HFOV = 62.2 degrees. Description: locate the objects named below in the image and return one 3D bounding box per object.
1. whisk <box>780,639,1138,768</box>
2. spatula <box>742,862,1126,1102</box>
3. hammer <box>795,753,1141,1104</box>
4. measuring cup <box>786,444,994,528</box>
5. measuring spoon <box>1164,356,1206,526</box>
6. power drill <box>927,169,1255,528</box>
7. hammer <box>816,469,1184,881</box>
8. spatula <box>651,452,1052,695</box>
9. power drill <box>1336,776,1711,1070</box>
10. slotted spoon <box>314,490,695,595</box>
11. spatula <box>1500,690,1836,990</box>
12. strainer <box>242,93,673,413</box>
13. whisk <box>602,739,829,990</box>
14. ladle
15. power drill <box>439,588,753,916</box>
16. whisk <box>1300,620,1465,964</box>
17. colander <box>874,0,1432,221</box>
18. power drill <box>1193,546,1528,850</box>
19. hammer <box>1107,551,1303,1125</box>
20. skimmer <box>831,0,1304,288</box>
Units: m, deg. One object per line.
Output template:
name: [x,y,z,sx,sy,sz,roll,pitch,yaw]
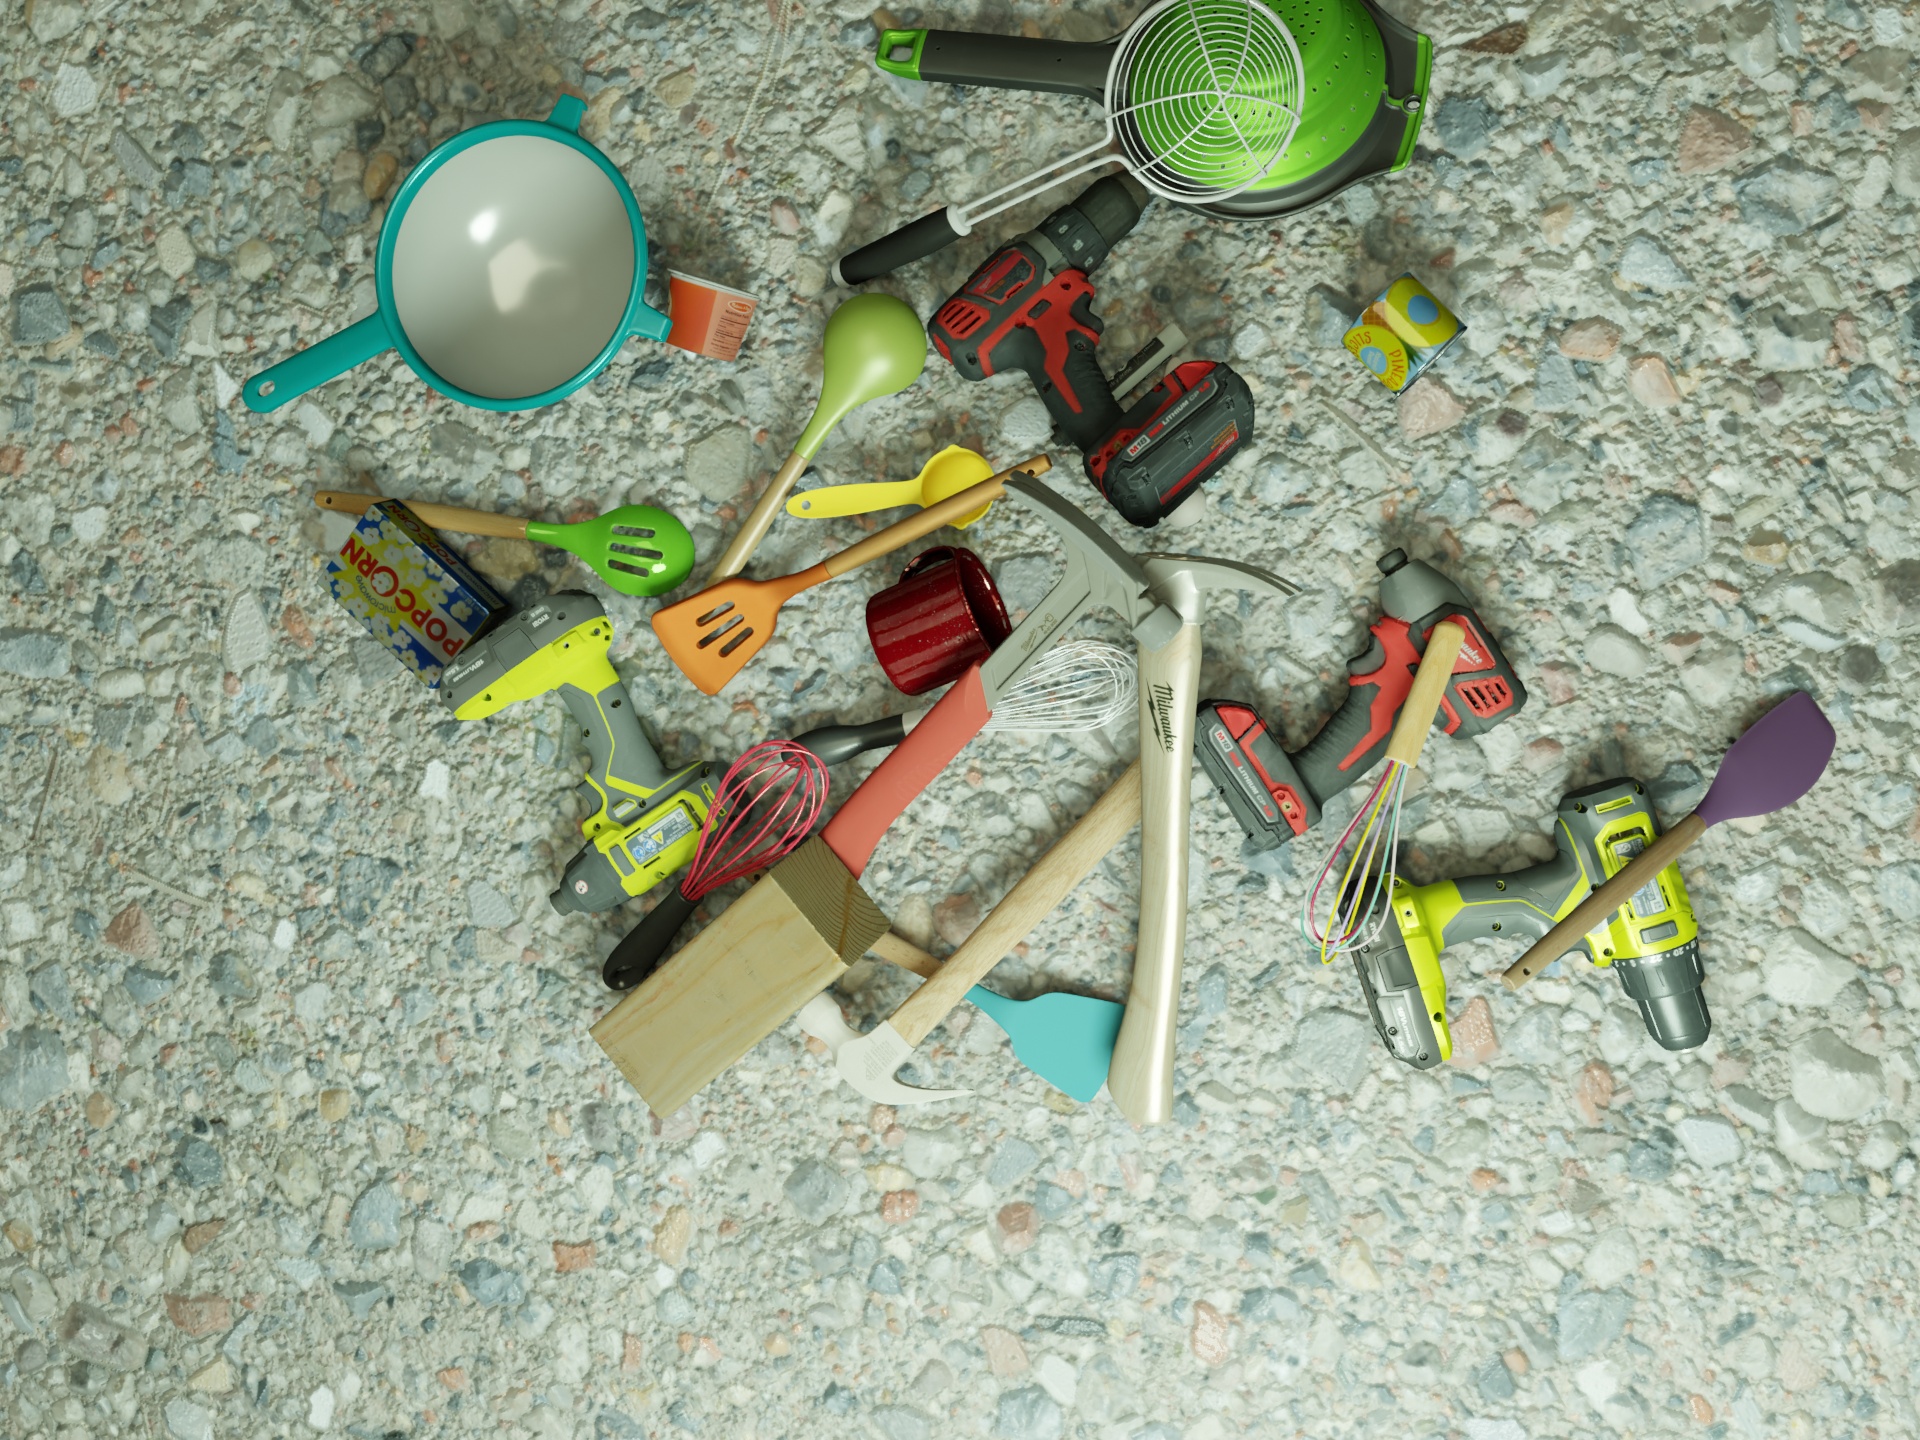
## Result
whisk: [-0.002,-0.003,1.177,0.284,0.070,0.070,-14,91,14]
spatula: [-0.026,0.185,1.206,0.317,0.044,0.082,27,97,11]
hammer: [0.038,0.149,1.163,0.331,0.031,0.130,-45,76,-1]
measuring cup: [-0.051,-0.167,1.183,0.156,0.029,0.062,-6,96,5]
measuring spoon: [0.160,-0.204,1.160,0.034,0.018,0.124,-3,91,9]
power drill: [0.108,-0.269,1.120,0.188,0.080,0.227,-42,69,1]
hammer: [-0.013,-0.005,1.114,0.149,0.037,0.359,42,122,-3]
spatula: [-0.077,-0.117,1.168,0.322,0.041,0.081,-24,117,20]
power drill: [0.397,0.161,1.111,0.228,0.080,0.190,-18,89,6]
slotted spoon: [-0.360,-0.150,1.240,0.314,0.031,0.070,10,97,10]
spatula: [0.478,0.085,1.066,0.316,0.018,0.060,-34,89,-15]
strainer: [-0.377,-0.305,1.202,0.340,0.095,0.211,-23,86,11]
whisk: [-0.188,0.115,1.169,0.073,0.073,0.295,46,122,4]
ladle: [-0.131,-0.180,1.201,0.078,0.062,0.320,35,104,-2]
power drill: [-0.288,0.028,1.213,0.171,0.080,0.223,-33,91,8]
whisk: [0.287,0.049,1.072,0.047,0.051,0.245,24,86,-31]
colander: [0.122,-0.468,1.099,0.397,0.094,0.204,11,80,14]
power drill: [0.271,-0.016,1.125,0.219,0.078,0.143,-32,88,6]
hammer: [0.150,0.090,1.101,0.146,0.038,0.410,9,106,29]
skimmer: [0.058,-0.376,1.092,0.363,0.090,0.127,-11,119,42]
